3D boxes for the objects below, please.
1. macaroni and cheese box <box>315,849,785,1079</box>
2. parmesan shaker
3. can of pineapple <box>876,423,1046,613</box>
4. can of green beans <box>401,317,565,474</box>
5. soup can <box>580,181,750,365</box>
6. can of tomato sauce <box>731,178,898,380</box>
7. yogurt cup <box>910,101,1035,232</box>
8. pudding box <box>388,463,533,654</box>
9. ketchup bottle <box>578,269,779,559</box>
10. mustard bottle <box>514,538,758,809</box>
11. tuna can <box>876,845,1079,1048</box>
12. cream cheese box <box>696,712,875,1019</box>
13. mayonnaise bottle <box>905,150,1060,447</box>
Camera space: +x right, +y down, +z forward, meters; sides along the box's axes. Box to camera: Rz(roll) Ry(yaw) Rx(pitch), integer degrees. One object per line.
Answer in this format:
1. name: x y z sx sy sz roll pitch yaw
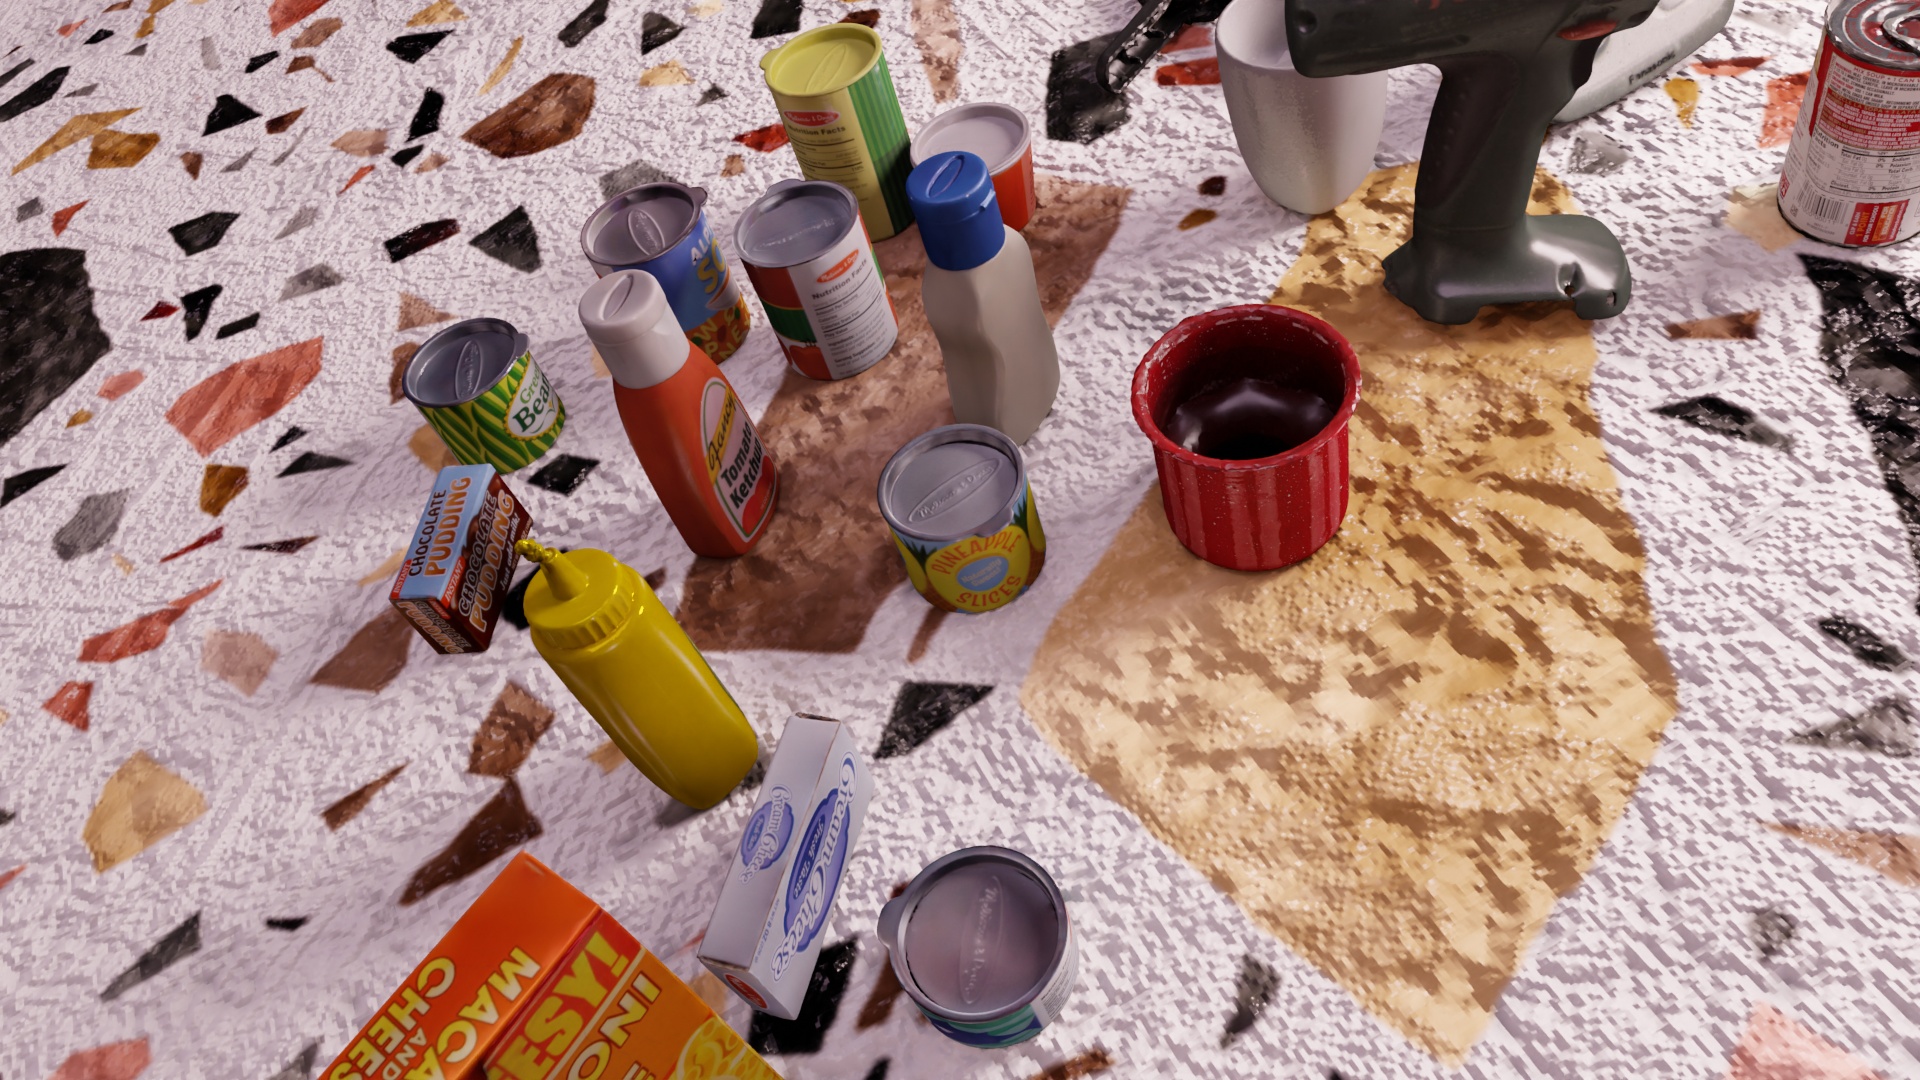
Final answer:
1. macaroni and cheese box: -0.128 0.188 0.432 0.040 0.165 0.124 24 63 31
2. parmesan shaker: -0.065 -0.229 0.787 0.071 0.102 0.072 -8 51 10
3. can of pineapple: 0.002 -0.008 0.621 0.071 0.057 0.071 -8 51 10
4. can of green beans: -0.256 -0.077 0.751 0.071 0.057 0.071 -8 51 10
5. soup can: -0.156 -0.143 0.757 0.071 0.083 0.072 -8 51 10
6. can of tomato sauce: -0.075 -0.136 0.729 0.071 0.082 0.071 -8 51 10
7. yogurt cup: 0.011 -0.203 0.776 0.072 0.053 0.073 -8 51 10
8. pudding box: -0.245 0.008 0.685 0.030 0.049 0.084 -4 52 14
9. ketchup bottle: -0.129 -0.058 0.639 0.043 0.148 0.065 2 53 18
10. mustard bottle: -0.131 0.048 0.548 0.065 0.159 0.049 33 67 34
11. tuna can: 0.007 0.149 0.511 0.071 0.032 0.071 -8 51 10
12. cream cheese box: -0.065 0.125 0.537 0.024 0.053 0.104 5 54 20
13. mayonnaise bottle: 0.010 -0.110 0.640 0.041 0.147 0.065 16 59 27
